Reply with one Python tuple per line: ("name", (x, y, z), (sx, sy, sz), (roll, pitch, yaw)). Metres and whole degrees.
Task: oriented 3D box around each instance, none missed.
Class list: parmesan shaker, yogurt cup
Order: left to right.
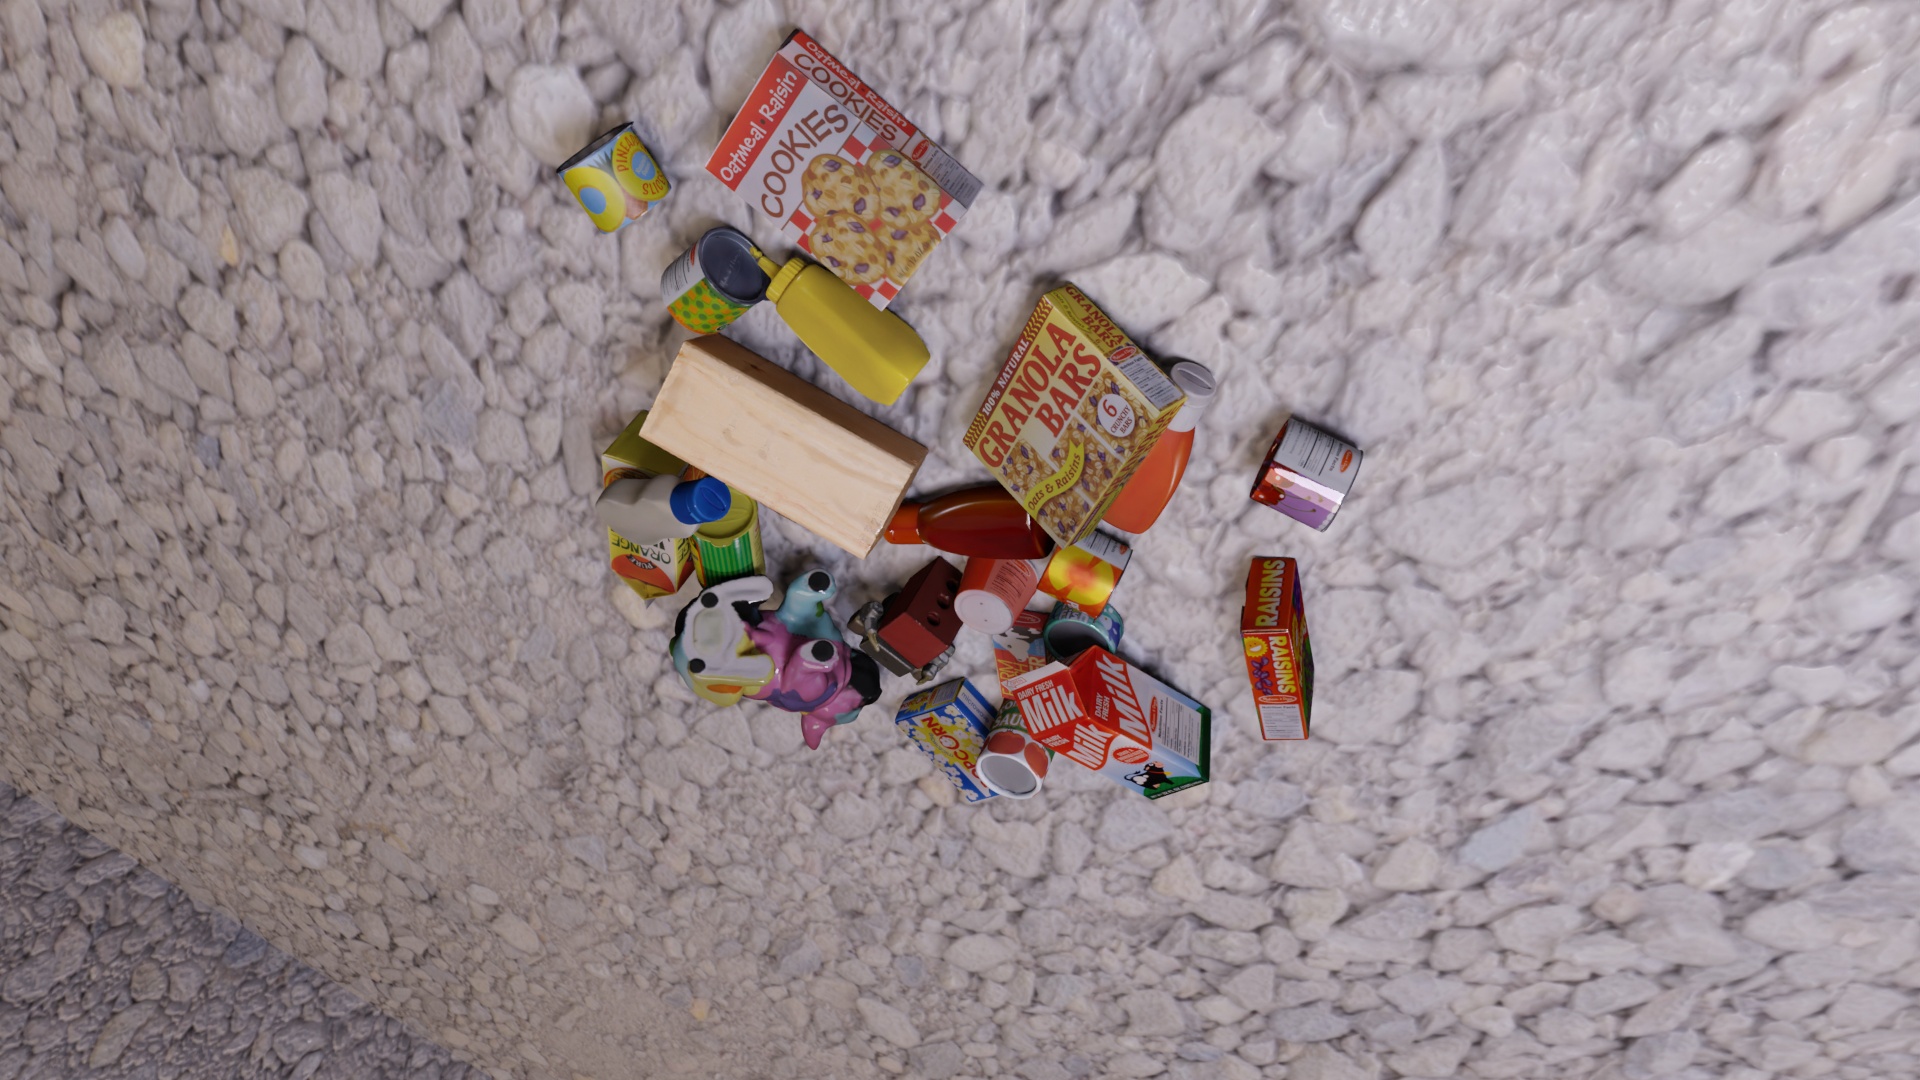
("parmesan shaker", (-0.216, 0.004, 1.275), (0.071, 0.071, 0.102), (20, 147, 10))
("yogurt cup", (0.029, 0.045, 1.212), (0.072, 0.054, 0.072), (14, 135, 14))

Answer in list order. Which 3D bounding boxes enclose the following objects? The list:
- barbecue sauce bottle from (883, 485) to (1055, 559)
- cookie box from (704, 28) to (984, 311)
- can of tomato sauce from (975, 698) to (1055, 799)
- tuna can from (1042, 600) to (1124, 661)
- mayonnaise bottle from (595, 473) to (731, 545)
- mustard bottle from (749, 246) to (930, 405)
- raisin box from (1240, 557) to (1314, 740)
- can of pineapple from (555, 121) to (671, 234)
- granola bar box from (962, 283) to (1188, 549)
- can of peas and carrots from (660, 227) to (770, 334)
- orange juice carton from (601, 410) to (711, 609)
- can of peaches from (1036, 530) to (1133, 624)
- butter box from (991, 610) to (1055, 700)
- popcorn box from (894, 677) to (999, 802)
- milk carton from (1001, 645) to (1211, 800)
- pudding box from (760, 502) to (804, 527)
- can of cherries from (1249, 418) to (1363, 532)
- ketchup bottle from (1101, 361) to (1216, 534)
("barbecue sauce bottle", (0.004, -0.015, 1.177), (0.148, 0.044, 0.064), (0, 124, 29))
("cookie box", (-0.085, -0.262, 0.996), (0.167, 0.040, 0.122), (38, 136, -11))
("can of tomato sauce", (0.057, 0.191, 1.312), (0.071, 0.083, 0.070), (14, 135, 15))
("tuna can", (0.107, 0.079, 1.219), (0.071, 0.033, 0.070), (14, 135, 15))
("mayonnaise bottle", (-0.247, -0.028, 1.167), (0.148, 0.041, 0.064), (-6, 137, 48))
("mustard bottle", (-0.099, -0.173, 1.072), (0.160, 0.066, 0.048), (39, 131, -3))
("raisin box", (0.254, 0.087, 1.110), (0.040, 0.086, 0.122), (-2, 129, 21))
("can of pineapple", (-0.261, -0.275, 1.055), (0.071, 0.071, 0.057), (-13, 123, 36))
("granola bar box", (0.081, -0.091, 1.039), (0.124, 0.039, 0.164), (47, 139, 15))
("can of peas and carrots", (-0.190, -0.201, 1.088), (0.058, 0.071, 0.071), (-26, 115, 42))
("orange juice carton", (-0.280, -0.020, 1.299), (0.073, 0.072, 0.191), (19, 136, 10))
("can of peaches", (0.101, 0.026, 1.146), (0.058, 0.071, 0.071), (28, 137, 3))
("butter box", (0.059, 0.107, 1.276), (0.053, 0.024, 0.103), (9, 133, 21))
("popcorn box", (0.007, 0.199, 1.379), (0.085, 0.038, 0.126), (-24, 116, 39))
("milk carton", (0.128, 0.153, 1.208), (0.190, 0.074, 0.072), (31, 141, -29))
("pudding box", (-0.141, -0.054, 1.225), (0.050, 0.030, 0.083), (31, 137, 0))
("can of cherries", (0.248, -0.046, 1.004), (0.058, 0.072, 0.071), (25, 137, 4))
("ketchup bottle", (0.146, -0.070, 1.051), (0.065, 0.044, 0.148), (32, 137, 5))
